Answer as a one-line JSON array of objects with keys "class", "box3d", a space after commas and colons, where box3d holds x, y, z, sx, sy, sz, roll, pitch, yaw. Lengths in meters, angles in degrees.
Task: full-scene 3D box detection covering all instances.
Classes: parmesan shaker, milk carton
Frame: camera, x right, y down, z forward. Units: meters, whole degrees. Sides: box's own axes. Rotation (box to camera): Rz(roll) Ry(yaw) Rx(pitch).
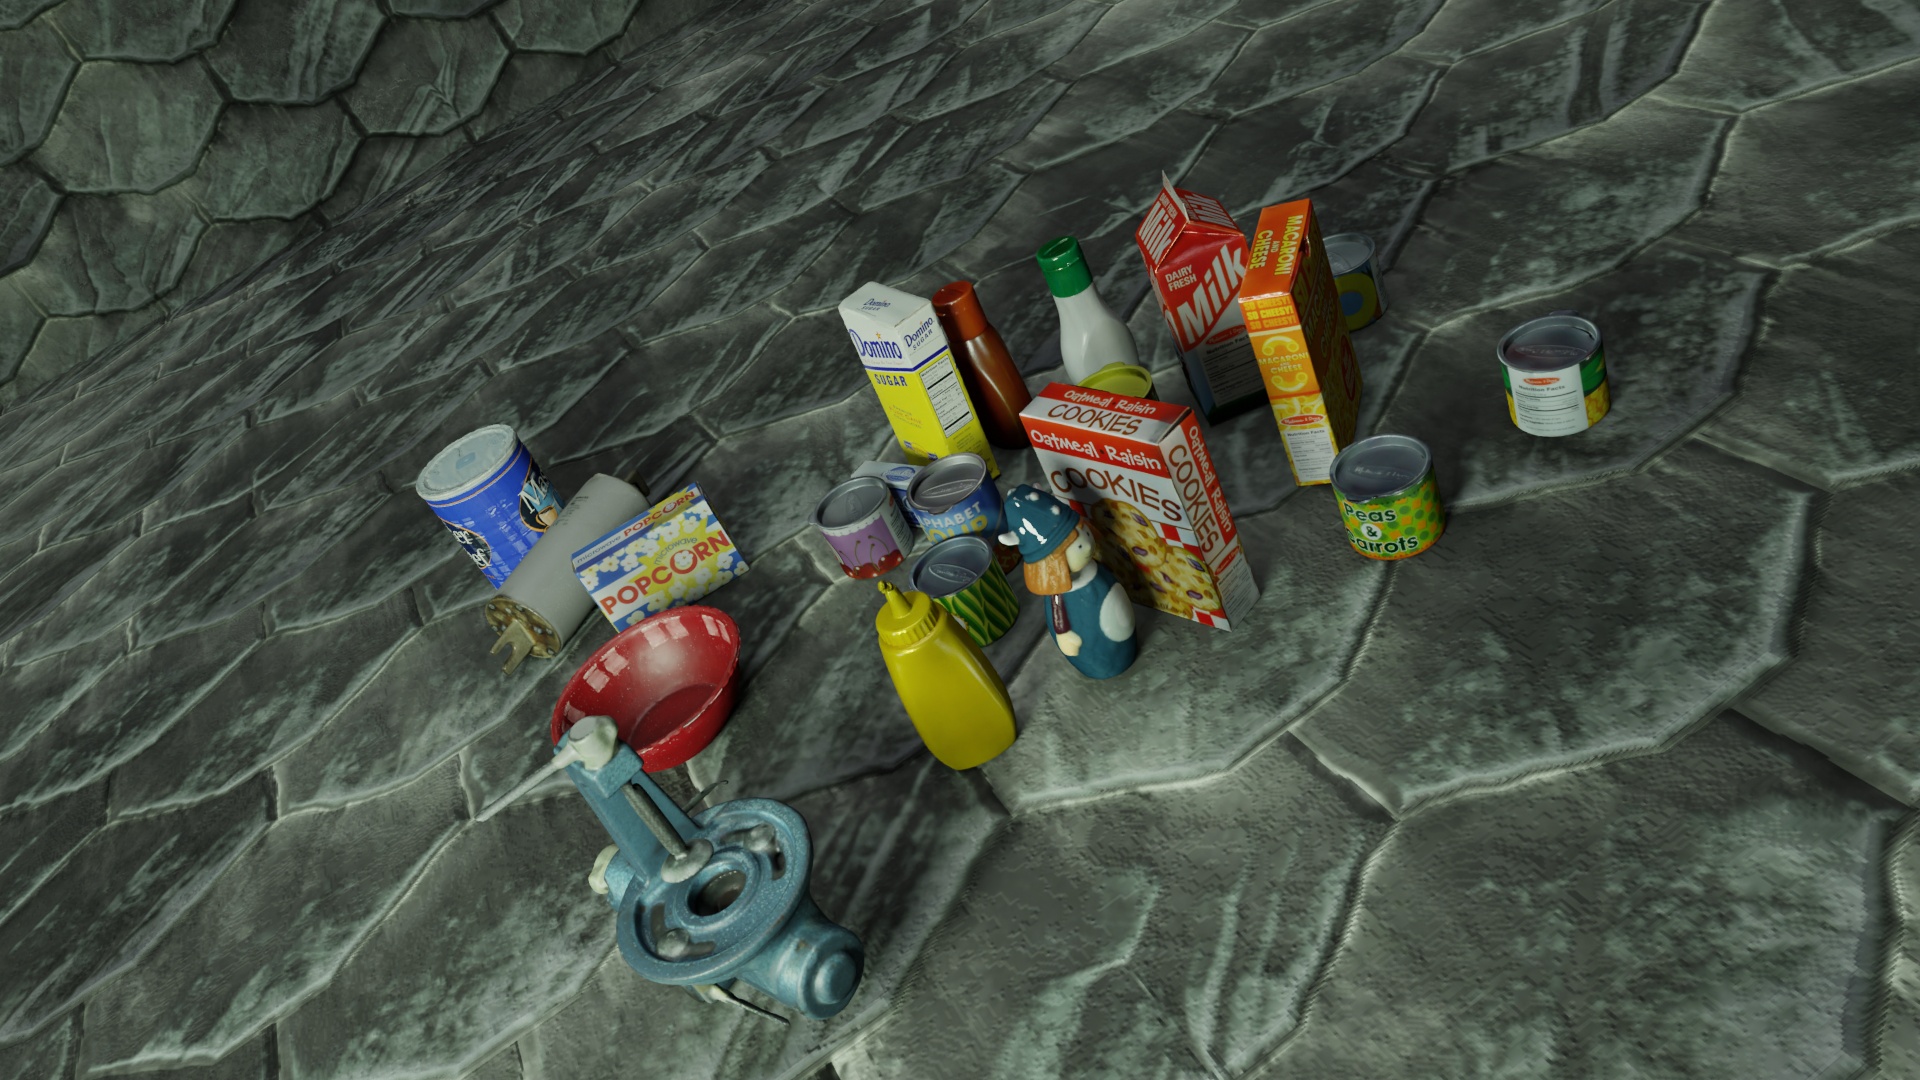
[{"class": "parmesan shaker", "box3d": [0.128, -0.074, 1.048, 0.071, 0.102, 0.072, -18, 36, 13]}, {"class": "milk carton", "box3d": [0.193, -0.193, 1.084, 0.073, 0.189, 0.073, -22, 35, 7]}]

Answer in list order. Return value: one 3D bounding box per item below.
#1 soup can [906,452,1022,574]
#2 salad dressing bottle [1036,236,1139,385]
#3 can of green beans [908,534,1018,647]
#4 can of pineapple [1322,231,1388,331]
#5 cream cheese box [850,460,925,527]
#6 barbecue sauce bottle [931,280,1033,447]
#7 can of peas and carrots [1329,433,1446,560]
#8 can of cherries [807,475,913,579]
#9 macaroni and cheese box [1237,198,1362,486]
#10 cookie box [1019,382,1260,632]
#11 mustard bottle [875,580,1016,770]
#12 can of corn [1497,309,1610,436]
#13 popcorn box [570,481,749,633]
[{"class": "soup can", "box3d": [0.004, -0.013, 1.069, 0.071, 0.083, 0.072, -18, 36, 13]}, {"class": "salad dressing bottle", "box3d": [0.106, -0.184, 1.166, 0.064, 0.147, 0.044, -38, 36, -16]}, {"class": "can of green beans", "box3d": [0.003, 0.039, 1.025, 0.071, 0.057, 0.071, -18, 36, 13]}, {"class": "can of pineapple", "box3d": [0.312, -0.212, 1.146, 0.071, 0.057, 0.071, -18, 36, 13]}, {"class": "cream cheese box", "box3d": [-0.039, -0.037, 1.153, 0.104, 0.053, 0.024, 8, 48, 40]}, {"class": "barbecue sauce bottle", "box3d": [0.020, -0.148, 1.175, 0.044, 0.148, 0.065, -42, 37, -21]}, {"class": "can of peas and carrots", "box3d": [0.284, -0.027, 0.926, 0.071, 0.058, 0.071, -18, 36, 13]}, {"class": "can of cherries", "box3d": [-0.081, -0.010, 1.141, 0.071, 0.058, 0.072, -18, 36, 13]}, {"class": "macaroni and cheese box", "box3d": [0.249, -0.142, 1.003, 0.040, 0.165, 0.124, -6, 40, 28]}, {"class": "cookie box", "box3d": [0.121, -0.024, 0.932, 0.123, 0.166, 0.040, 17, 54, 45]}, {"class": "mustard bottle", "box3d": [-0.016, 0.079, 0.895, 0.065, 0.159, 0.049, -26, 35, 1]}, {"class": "can of corn", "box3d": [0.410, -0.115, 0.957, 0.071, 0.058, 0.071, -18, 36, 13]}, {"class": "popcorn box", "box3d": [-0.258, 0.019, 1.197, 0.127, 0.085, 0.038, -31, 35, -6]}]
